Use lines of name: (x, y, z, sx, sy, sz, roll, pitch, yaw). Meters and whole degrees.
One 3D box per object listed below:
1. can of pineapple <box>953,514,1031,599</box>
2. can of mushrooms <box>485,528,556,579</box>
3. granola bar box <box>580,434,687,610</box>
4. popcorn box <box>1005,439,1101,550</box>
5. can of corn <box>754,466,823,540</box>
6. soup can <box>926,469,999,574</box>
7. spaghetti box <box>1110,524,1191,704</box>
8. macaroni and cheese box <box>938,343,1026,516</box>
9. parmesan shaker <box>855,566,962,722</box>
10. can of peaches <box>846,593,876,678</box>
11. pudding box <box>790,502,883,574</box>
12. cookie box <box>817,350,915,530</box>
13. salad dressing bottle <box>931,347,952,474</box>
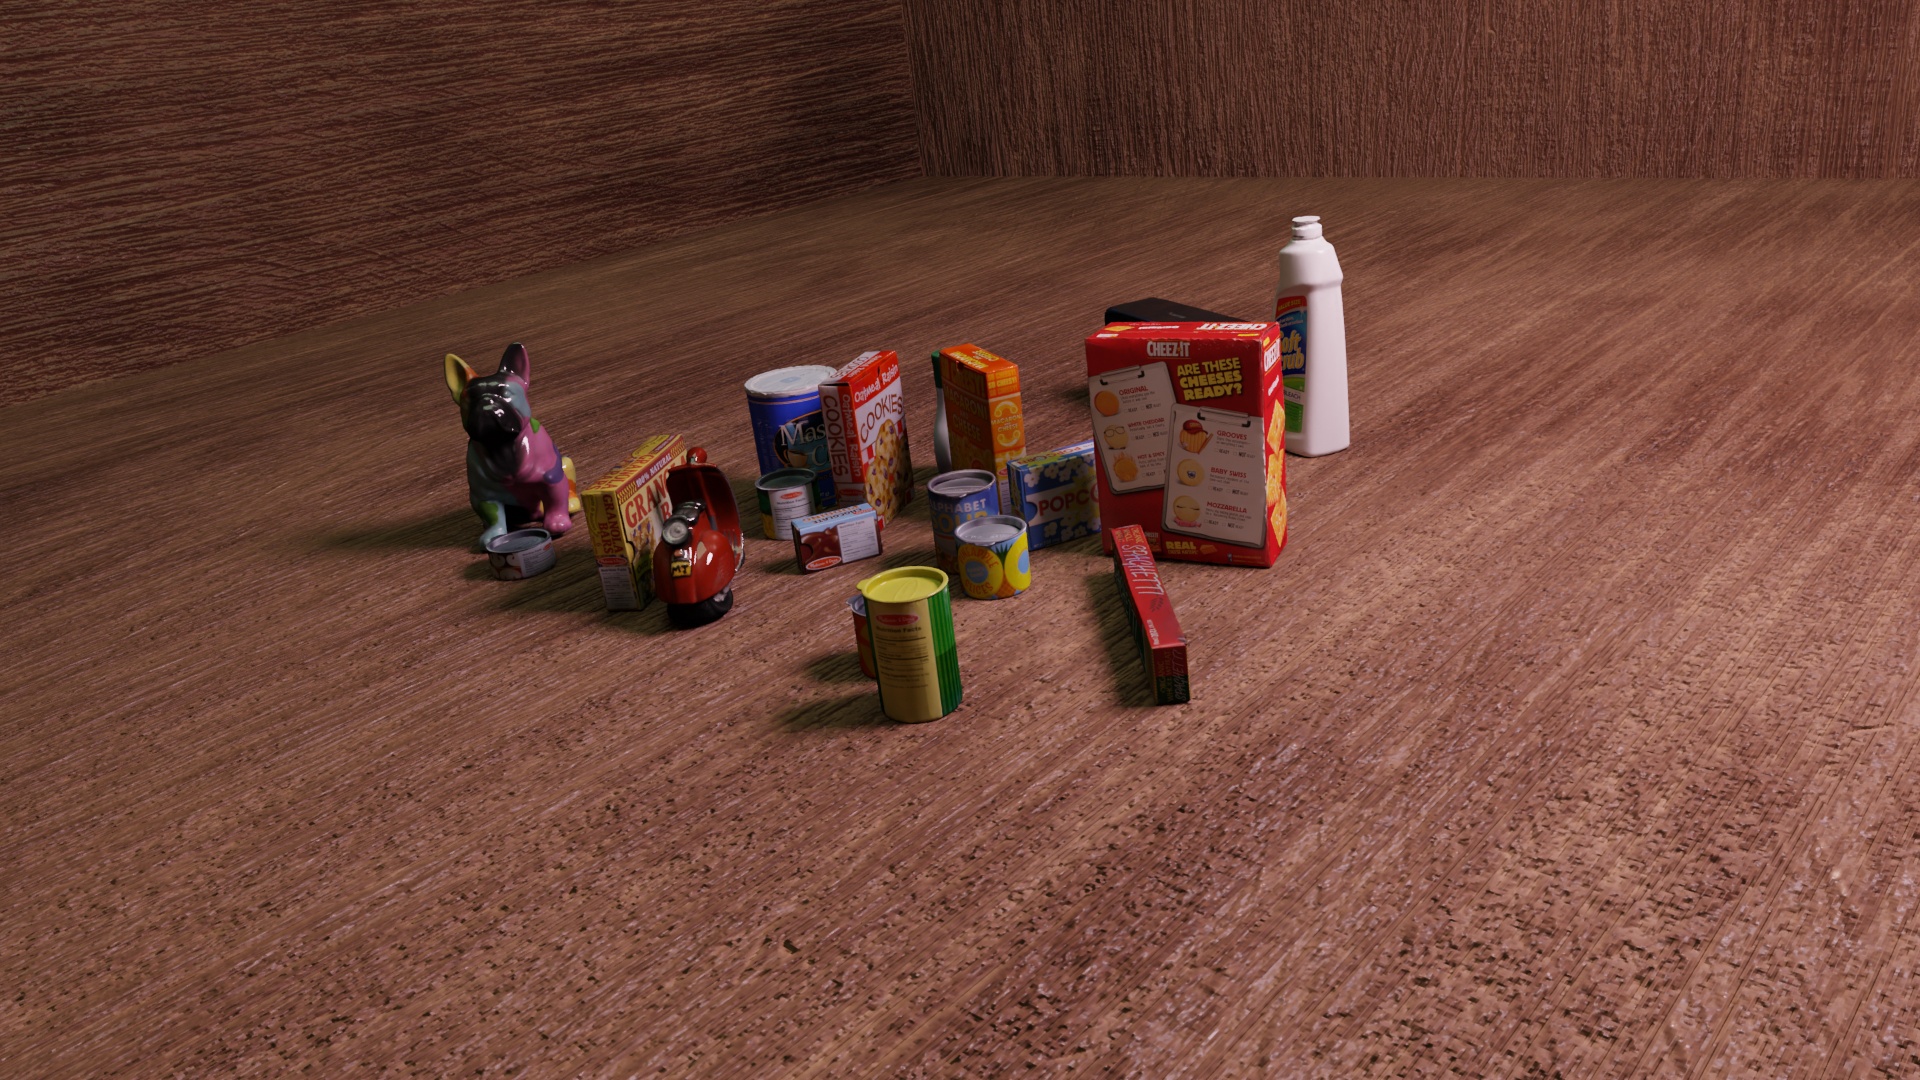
can of pineapple: (0.029, 0.016, 1.267, 0.071, 0.057, 0.071, -6, 22, 3)
can of mushrooms: (-0.462, 0.014, 1.456, 0.071, 0.033, 0.071, -6, 22, 3)
granola bar box: (-0.310, -0.020, 1.373, 0.039, 0.123, 0.166, -2, 22, 13)
popcorn box: (0.112, -0.048, 1.365, 0.127, 0.085, 0.038, -15, 23, -20)
can of corn: (-0.180, -0.040, 1.469, 0.071, 0.058, 0.071, -6, 22, 3)
soup can: (0.005, -0.017, 1.321, 0.071, 0.083, 0.071, -6, 21, 3)
spaghetti box: (0.154, 0.054, 1.144, 0.029, 0.050, 0.251, -7, 22, 1)
macaroni and cheese box: (0.025, -0.109, 1.433, 0.040, 0.165, 0.124, -15, 23, -19)
parmesan shaker: (-0.039, 0.080, 1.069, 0.071, 0.102, 0.071, -6, 21, 3)
can of peaches: (-0.056, 0.075, 1.146, 0.071, 0.057, 0.071, -6, 22, 3)
pudding box: (-0.122, -0.003, 1.371, 0.084, 0.049, 0.030, -15, 23, -19)
cookie box: (-0.094, -0.102, 1.453, 0.040, 0.166, 0.123, 1, 23, 20)
salad dressing bottle: (-0.005, -0.139, 1.544, 0.044, 0.147, 0.064, 12, 28, 40)
